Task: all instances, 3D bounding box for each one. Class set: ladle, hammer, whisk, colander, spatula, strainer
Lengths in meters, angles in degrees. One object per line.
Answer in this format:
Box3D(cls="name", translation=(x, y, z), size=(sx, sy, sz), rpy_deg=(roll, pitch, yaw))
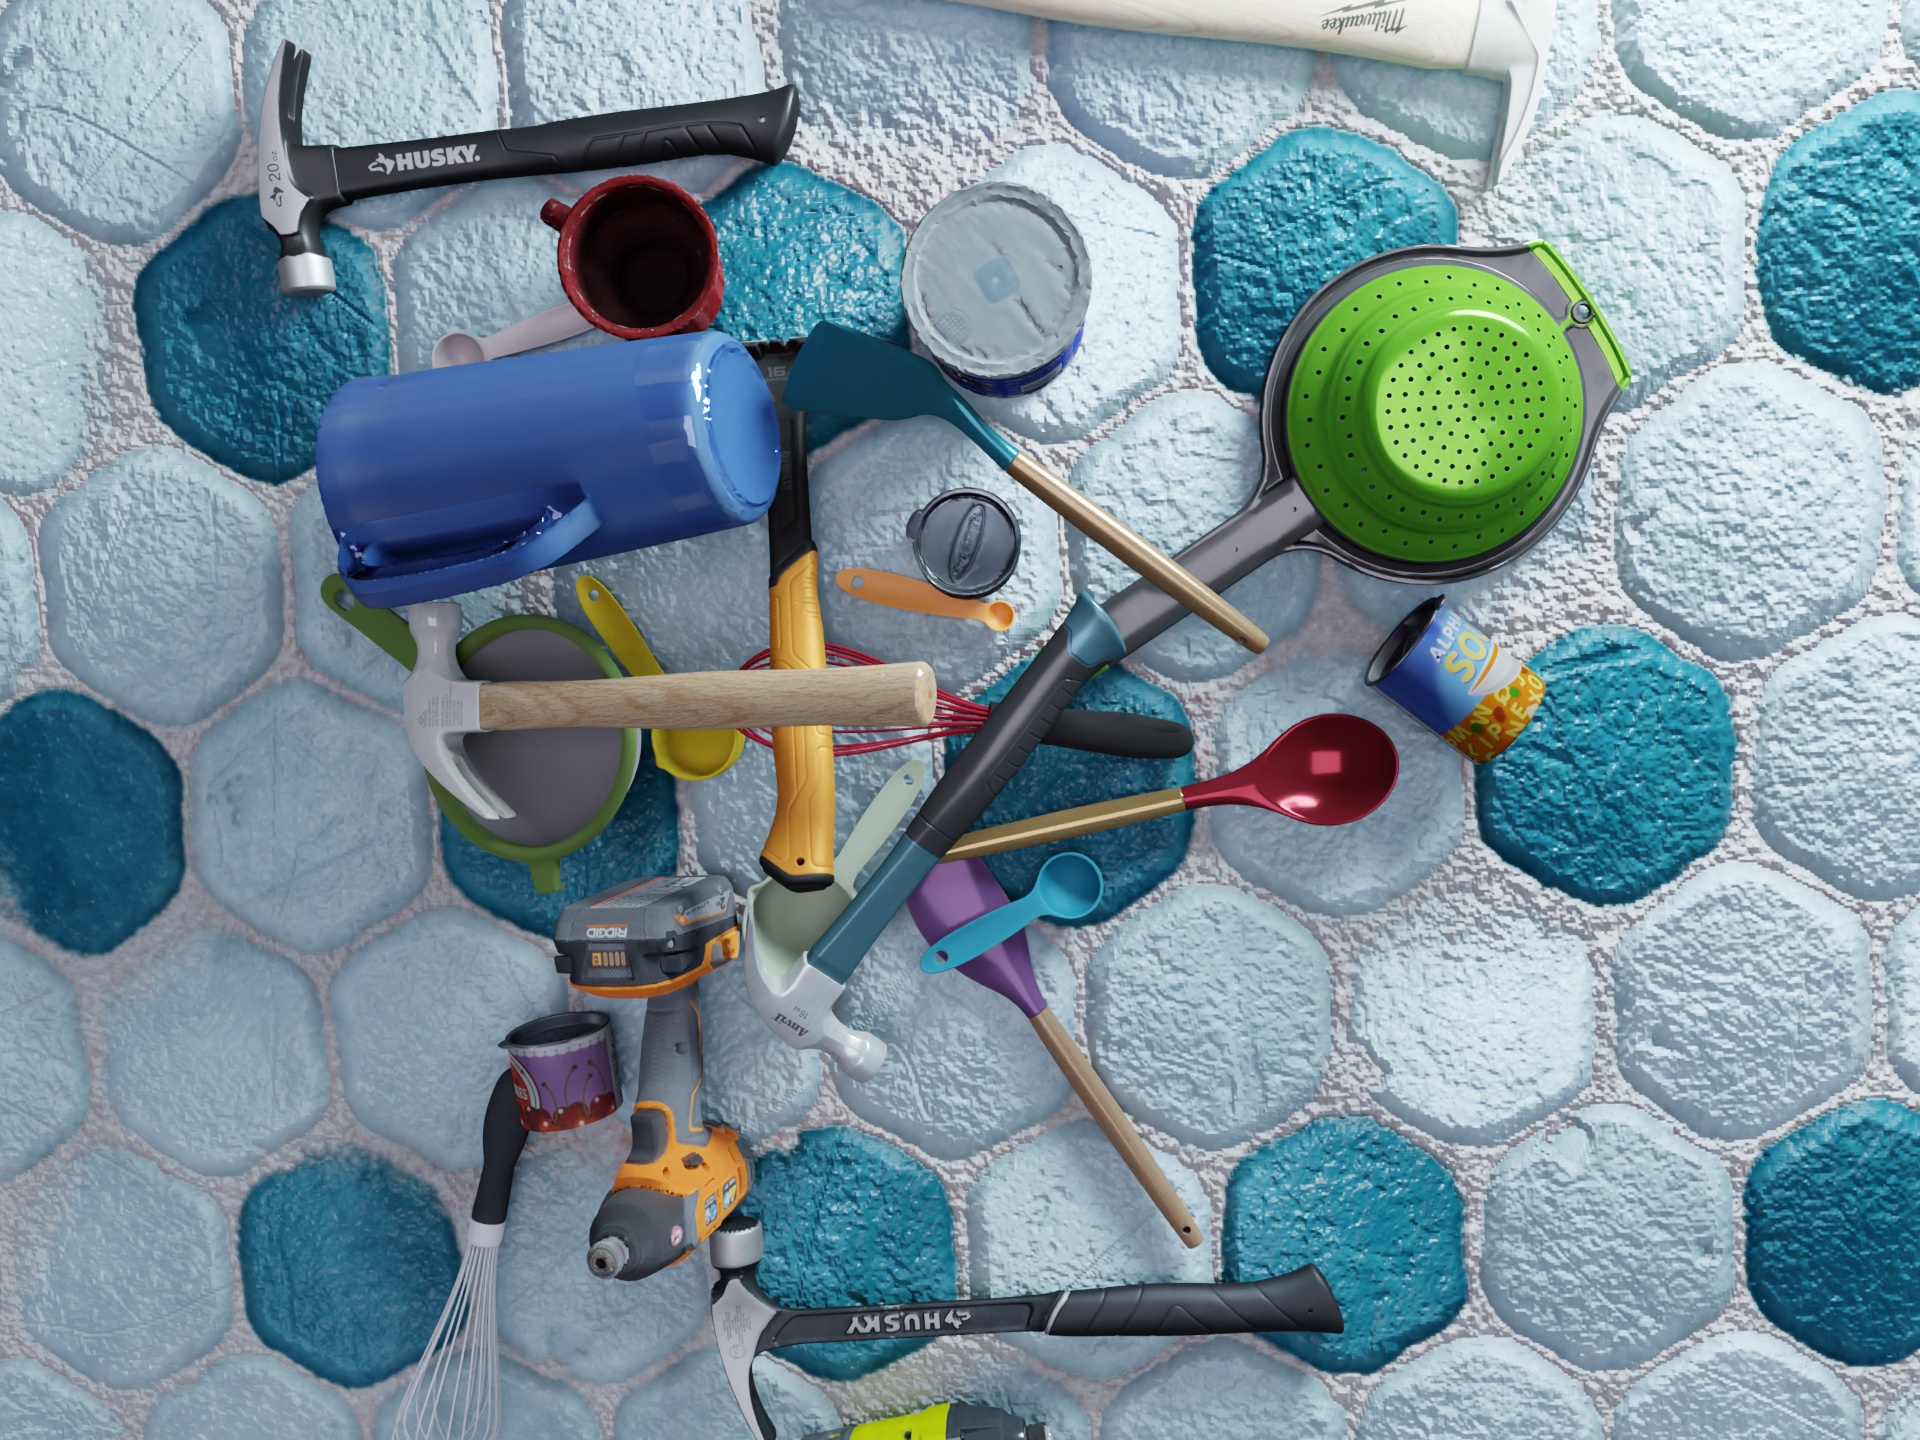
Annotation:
Box3D(cls="ladle", translation=(0.114, 0.056, 0.994), size=(0.315, 0.031, 0.069), rpy_deg=(-12, 82, 5))
Box3D(cls="hammer", translation=(0.042, 0.391, 1.034), size=(0.409, 0.036, 0.149), rpy_deg=(-3, 90, 2))
Box3D(cls="whisk", translation=(-0.002, -0.003, 0.984), size=(0.296, 0.073, 0.073), rpy_deg=(6, 97, -3))
Box3D(cls="hammer", translation=(-0.012, 0.064, 0.957), size=(0.128, 0.033, 0.331), rpy_deg=(35, 100, -16))
Box3D(cls="colander", translation=(0.215, -0.134, 0.935), size=(0.397, 0.094, 0.204), rpy_deg=(-34, 94, 6))
Box3D(cls="hammer", translation=(-0.263, -0.353, 0.968), size=(0.335, 0.035, 0.146), rpy_deg=(-6, 97, 4))
Box3D(cls="hammer", translation=(-0.090, -0.068, 0.939), size=(0.127, 0.034, 0.337), rpy_deg=(-4, 77, 3))
Box3D(cls="hammer", translation=(-0.173, -0.008, 0.909), size=(0.331, 0.031, 0.130), rpy_deg=(-1, 90, 18))
Box3D(cls="spatula", translation=(0.062, 0.210, 1.023), size=(0.060, 0.018, 0.316), rpy_deg=(-35, 93, 2))
Box3D(cls="spatula", translation=(0.046, -0.127, 0.920), size=(0.317, 0.082, 0.044), rpy_deg=(35, 56, -4))
Box3D(cls="hammer", translation=(0.137, -0.412, 0.937), size=(0.410, 0.038, 0.146), rpy_deg=(8, 99, 3))
Box3D(cls="whisk", translation=(-0.318, 0.367, 1.047), size=(0.070, 0.070, 0.284), rpy_deg=(12, 93, 2))
Box3D(cls="strainer", translation=(-0.296, -0.018, 1.004), size=(0.256, 0.069, 0.151), rpy_deg=(35, 102, 17))

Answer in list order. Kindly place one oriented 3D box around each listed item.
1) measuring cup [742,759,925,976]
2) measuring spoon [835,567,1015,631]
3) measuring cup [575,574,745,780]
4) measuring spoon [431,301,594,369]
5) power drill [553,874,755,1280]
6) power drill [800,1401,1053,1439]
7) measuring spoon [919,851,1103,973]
Box3D(cls="measuring cup", translation=(-0.072, 0.092, 1.009), size=(0.083, 0.038, 0.167), rpy_deg=(36, 96, -1))
Box3D(cls="measuring spoon", translation=(-0.022, -0.076, 1.000), size=(0.117, 0.011, 0.021), rpy_deg=(14, 86, 5))
Box3D(cls="measuring cup", translation=(-0.193, -0.030, 1.012), size=(0.062, 0.029, 0.156), rpy_deg=(-39, 81, 11))
Box3D(cls="measuring spoon", translation=(-0.269, -0.240, 0.995), size=(0.124, 0.018, 0.034), rpy_deg=(-20, 93, -1))
Box3D(cls="power drill", translation=(-0.187, 0.218, 0.967), size=(0.084, 0.164, 0.226), rpy_deg=(-3, 95, 15))
Box3D(cls="power drill", translation=(-0.004, 0.566, 1.042), size=(0.171, 0.080, 0.223), rpy_deg=(-13, 93, 5))
Box3D(cls="measuring spoon", translation=(0.031, 0.125, 1.009), size=(0.128, 0.021, 0.042), rpy_deg=(-29, 85, 1))
